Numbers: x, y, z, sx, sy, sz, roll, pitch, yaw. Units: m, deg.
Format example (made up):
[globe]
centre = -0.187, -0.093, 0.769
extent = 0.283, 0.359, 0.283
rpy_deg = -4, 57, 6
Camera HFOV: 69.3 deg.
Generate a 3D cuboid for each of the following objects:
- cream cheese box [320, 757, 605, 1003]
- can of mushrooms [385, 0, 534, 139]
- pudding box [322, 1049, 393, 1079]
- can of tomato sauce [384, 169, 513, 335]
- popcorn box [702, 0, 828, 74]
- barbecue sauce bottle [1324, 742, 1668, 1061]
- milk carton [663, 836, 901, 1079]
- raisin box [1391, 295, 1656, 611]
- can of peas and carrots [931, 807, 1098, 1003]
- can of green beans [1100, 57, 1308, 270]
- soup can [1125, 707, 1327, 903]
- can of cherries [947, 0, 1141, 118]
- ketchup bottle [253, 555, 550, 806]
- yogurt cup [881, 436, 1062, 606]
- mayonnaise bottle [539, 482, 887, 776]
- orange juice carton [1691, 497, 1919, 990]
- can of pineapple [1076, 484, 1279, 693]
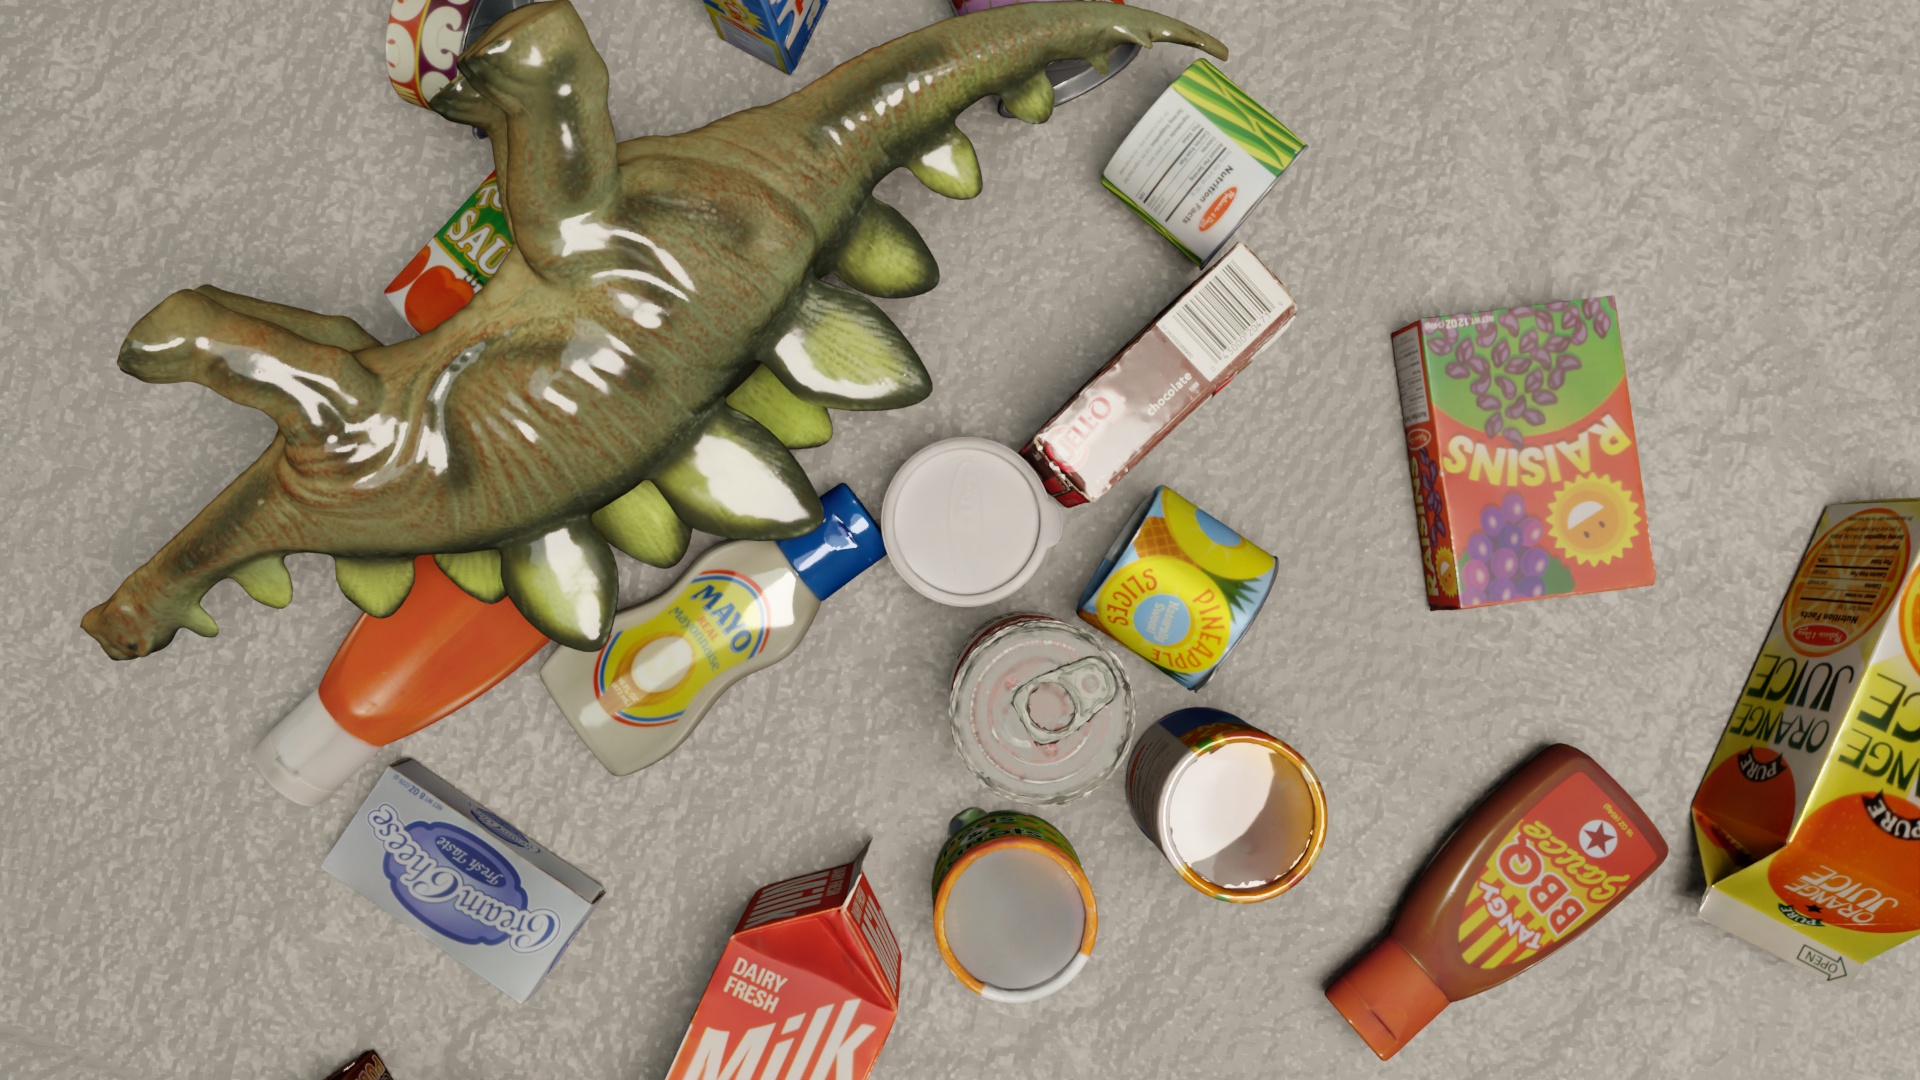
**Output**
[cream cheese box]
centre = -0.209, 0.143, 0.585
extent = 0.104, 0.024, 0.053
rpy_deg = 34, 90, 0
[can of mushrooms]
centre = -0.206, -0.205, 0.573
extent = 0.033, 0.071, 0.071
rpy_deg = 19, 89, -1
[pudding box]
centre = -0.277, 0.252, 0.568
extent = 0.084, 0.049, 0.030
rpy_deg = -35, 91, -2
[can of tomato sauce]
centre = -0.182, -0.110, 0.568
extent = 0.071, 0.071, 0.083
rpy_deg = 42, 89, 0
[popcorn box]
centre = -0.063, -0.268, 0.567
extent = 0.038, 0.085, 0.126
rpy_deg = 26, 89, 0
[barbecue sauce bottle]
centre = 0.220, 0.155, 0.584
extent = 0.148, 0.043, 0.065
rpy_deg = -41, 91, -1
[milk carton]
centre = -0.078, 0.213, 0.563
extent = 0.073, 0.072, 0.190
rpy_deg = 25, 90, -1
[raisin box]
centre = 0.238, -0.036, 0.591
extent = 0.086, 0.040, 0.123
rpy_deg = -7, 88, -2
[can of peas and carrots]
centre = 0.020, 0.147, 0.572
extent = 0.071, 0.058, 0.071
rpy_deg = 0, 89, -2
[can of green beans]
centre = 0.100, -0.156, 0.577
extent = 0.058, 0.071, 0.071
rpy_deg = 41, 89, 0
[soup can]
centre = 0.108, 0.105, 0.563
extent = 0.071, 0.084, 0.071
rpy_deg = 0, 89, -2
[can of cherries]
centre = 0.036, -0.219, 0.576
extent = 0.071, 0.071, 0.058
rpy_deg = -24, 89, -1
[ketchup bottle]
centre = -0.225, 0.047, 0.577
extent = 0.149, 0.043, 0.064
rpy_deg = -43, 93, -1
[yogurt cup]
centre = 0.002, -0.007, 0.578
extent = 0.072, 0.054, 0.072
rpy_deg = 0, 89, -1
[mayonnaise bottle]
centre = -0.098, 0.032, 0.581
extent = 0.148, 0.041, 0.065
rpy_deg = -36, 91, -1
[orange juice carton]
centre = 0.374, 0.084, 0.574
extent = 0.072, 0.073, 0.192
rpy_deg = 25, 89, -1
[can of pineapple]
centre = 0.088, 0.020, 0.571
extent = 0.058, 0.071, 0.071
rpy_deg = 33, 89, 0
